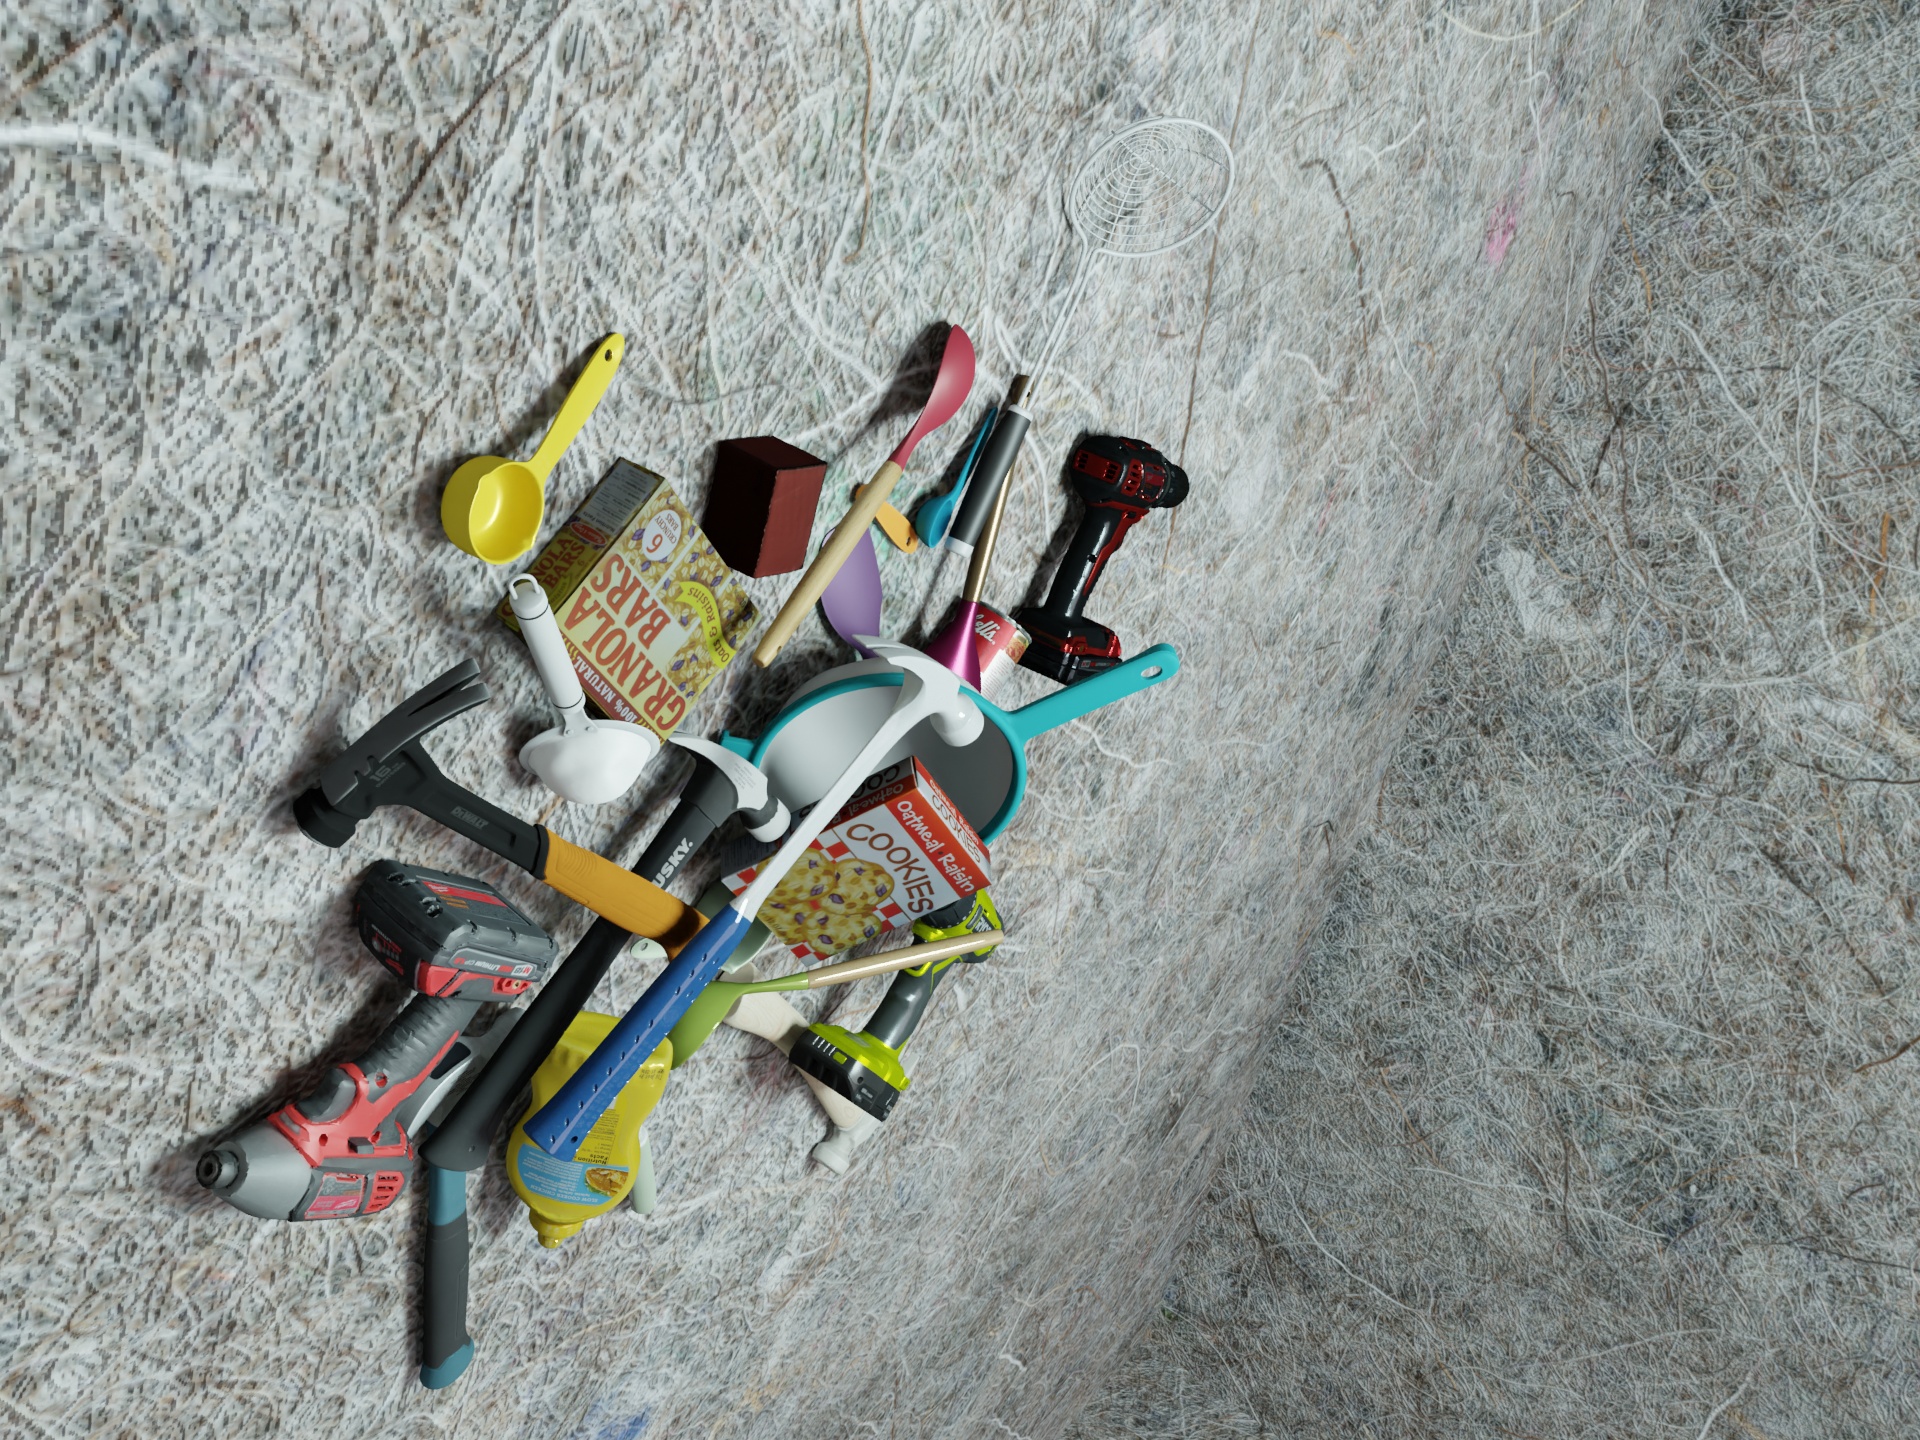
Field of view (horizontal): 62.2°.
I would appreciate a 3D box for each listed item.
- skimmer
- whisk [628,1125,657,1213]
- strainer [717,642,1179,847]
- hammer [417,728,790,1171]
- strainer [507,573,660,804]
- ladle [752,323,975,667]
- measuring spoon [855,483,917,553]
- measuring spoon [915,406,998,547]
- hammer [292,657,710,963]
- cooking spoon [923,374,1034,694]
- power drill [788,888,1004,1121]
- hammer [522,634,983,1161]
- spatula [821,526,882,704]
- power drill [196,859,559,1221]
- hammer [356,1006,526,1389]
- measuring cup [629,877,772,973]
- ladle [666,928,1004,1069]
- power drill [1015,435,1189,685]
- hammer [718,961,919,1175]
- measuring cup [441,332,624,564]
[{"bbox_3d":[0.089,-0.287,1.220,0.127,0.090,0.363,21,95,-42],"label":"skimmer"},{"bbox_3d":[-0.264,0.329,1.273,0.059,0.058,0.246,-10,137,-14],"label":"whisk"},{"bbox_3d":[-0.002,-0.004,1.205,0.340,0.095,0.210,-23,130,10],"label":"strainer"},{"bbox_3d":[-0.249,0.153,1.072,0.335,0.035,0.146,-55,139,-18],"label":"hammer"},{"bbox_3d":[-0.230,-0.007,0.935,0.087,0.050,0.258,-10,149,-6],"label":"strainer"},{"bbox_3d":[-0.060,-0.157,1.095,0.315,0.031,0.069,-60,167,-28],"label":"ladle"},{"bbox_3d":[-0.056,-0.152,1.204,0.021,0.011,0.116,-68,158,-7],"label":"measuring spoon"},{"bbox_3d":[-0.005,-0.195,1.248,0.042,0.021,0.129,75,39,-72],"label":"measuring spoon"},{"bbox_3d":[-0.237,0.083,0.975,0.127,0.034,0.336,-40,143,4],"label":"hammer"},{"bbox_3d":[0.014,-0.122,1.286,0.068,0.017,0.319,11,97,-27],"label":"cooking spoon"},{"bbox_3d":[-0.053,0.231,1.426,0.228,0.080,0.190,-56,155,-13],"label":"power drill"},{"bbox_3d":[-0.141,0.115,1.045,0.405,0.035,0.143,-50,146,-8],"label":"hammer"},{"bbox_3d":[-0.066,-0.025,1.262,0.060,0.018,0.315,-41,139,-29],"label":"spatula"},{"bbox_3d":[-0.352,0.200,0.951,0.219,0.079,0.143,-58,153,0],"label":"power drill"},{"bbox_3d":[-0.363,0.357,1.128,0.128,0.033,0.330,-30,140,-48],"label":"hammer"},{"bbox_3d":[-0.203,0.156,1.214,0.167,0.038,0.083,-2,117,-58],"label":"measuring cup"},{"bbox_3d":[-0.100,0.220,1.302,0.320,0.062,0.078,-9,170,-29],"label":"ladle"},{"bbox_3d":[0.137,-0.149,1.477,0.187,0.080,0.226,-3,115,-60],"label":"power drill"},{"bbox_3d":[-0.134,0.306,1.483,0.146,0.038,0.410,-53,153,-18],"label":"hammer"},{"bbox_3d":[-0.233,-0.156,0.875,0.157,0.029,0.062,-64,156,-22],"label":"measuring cup"}]
